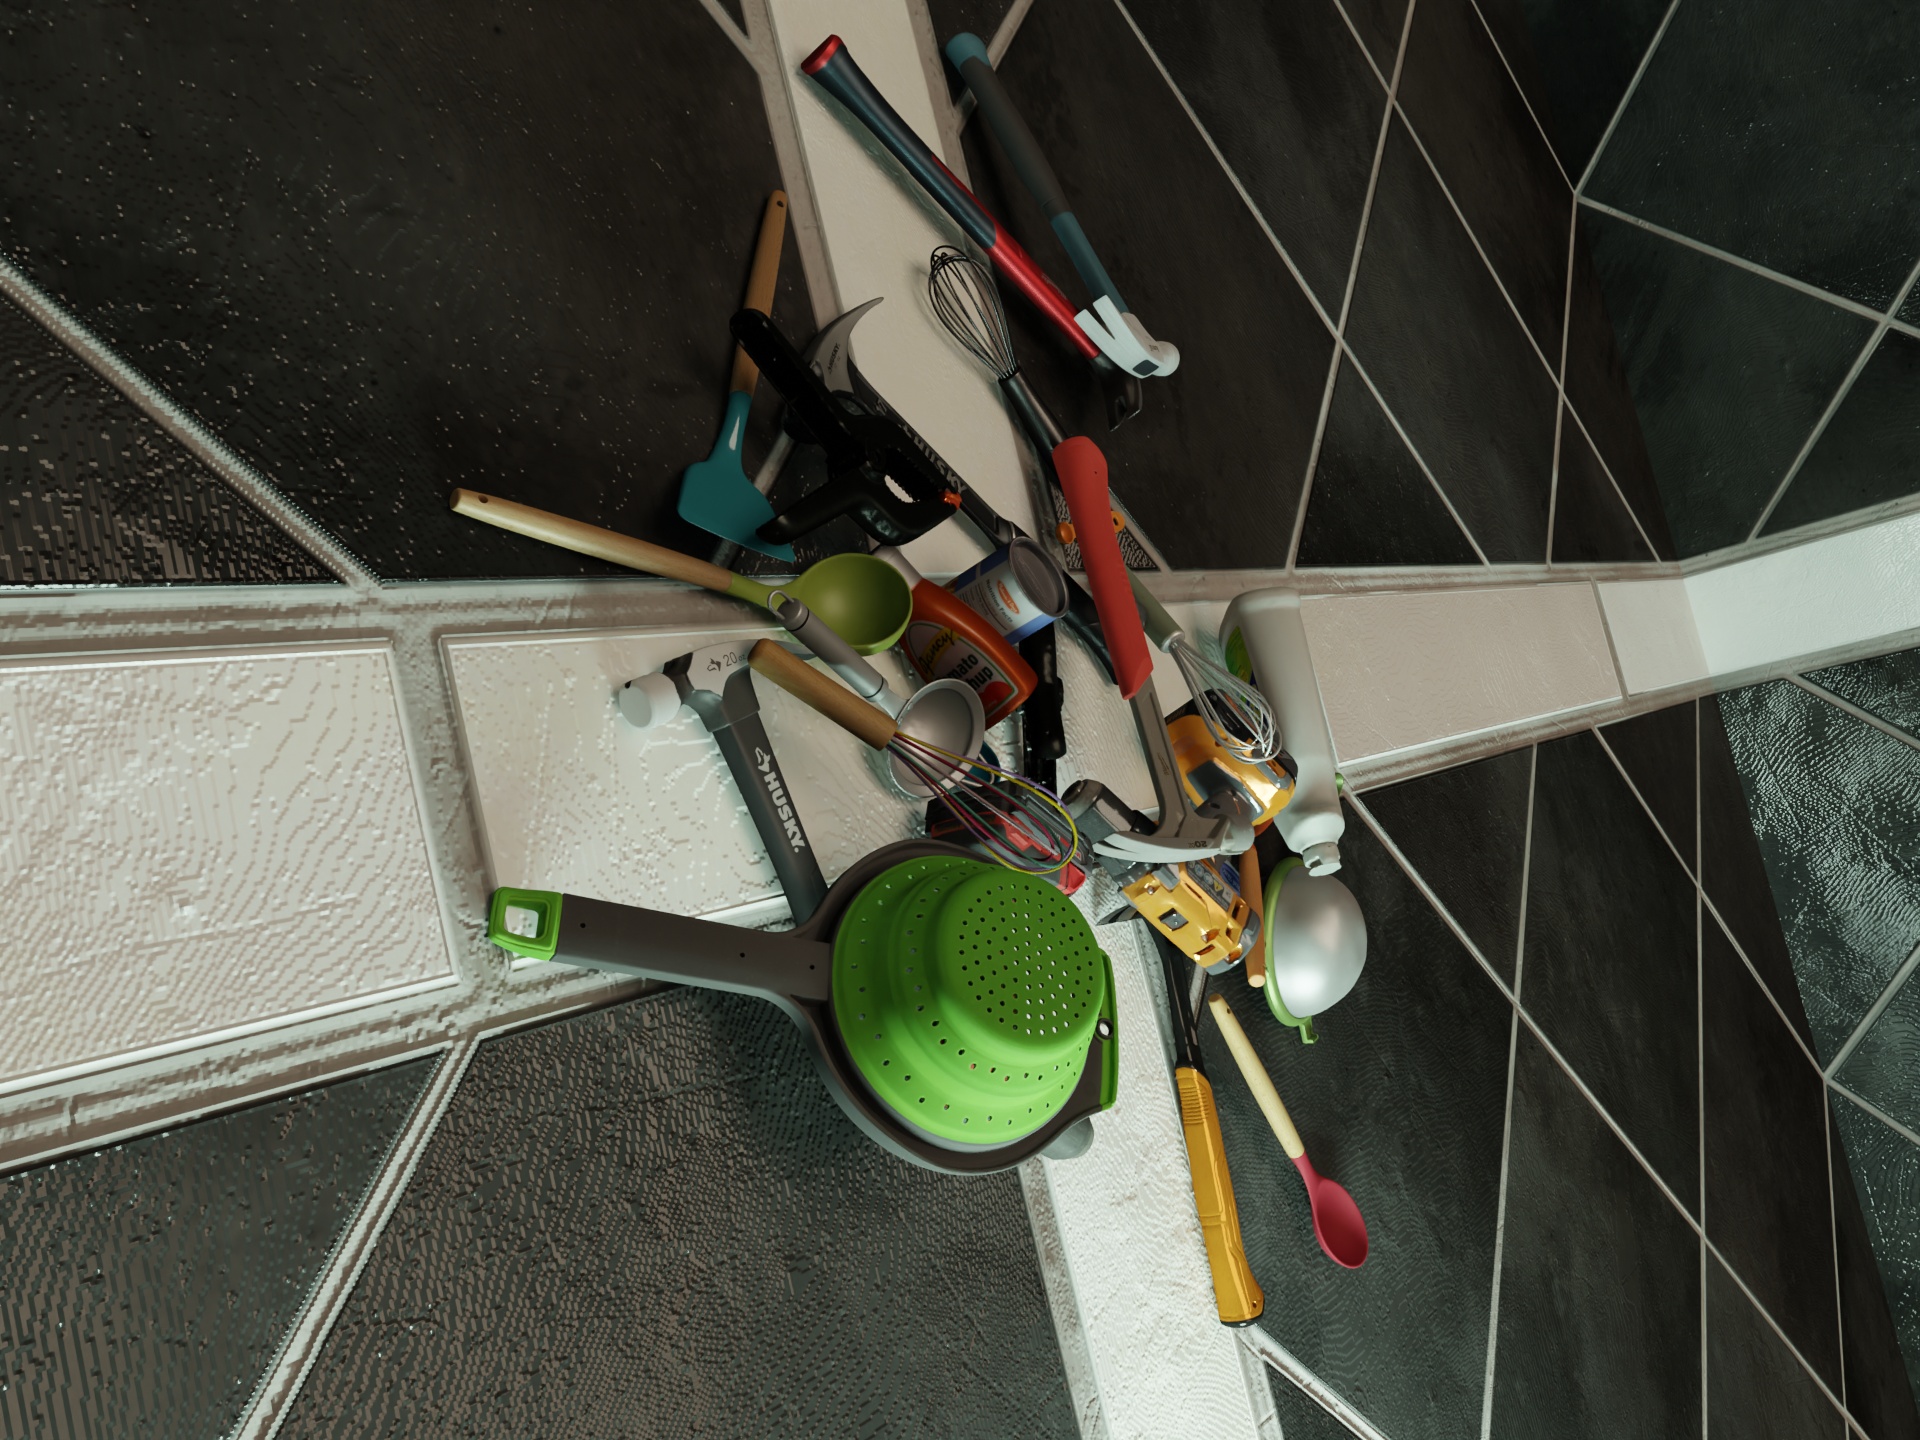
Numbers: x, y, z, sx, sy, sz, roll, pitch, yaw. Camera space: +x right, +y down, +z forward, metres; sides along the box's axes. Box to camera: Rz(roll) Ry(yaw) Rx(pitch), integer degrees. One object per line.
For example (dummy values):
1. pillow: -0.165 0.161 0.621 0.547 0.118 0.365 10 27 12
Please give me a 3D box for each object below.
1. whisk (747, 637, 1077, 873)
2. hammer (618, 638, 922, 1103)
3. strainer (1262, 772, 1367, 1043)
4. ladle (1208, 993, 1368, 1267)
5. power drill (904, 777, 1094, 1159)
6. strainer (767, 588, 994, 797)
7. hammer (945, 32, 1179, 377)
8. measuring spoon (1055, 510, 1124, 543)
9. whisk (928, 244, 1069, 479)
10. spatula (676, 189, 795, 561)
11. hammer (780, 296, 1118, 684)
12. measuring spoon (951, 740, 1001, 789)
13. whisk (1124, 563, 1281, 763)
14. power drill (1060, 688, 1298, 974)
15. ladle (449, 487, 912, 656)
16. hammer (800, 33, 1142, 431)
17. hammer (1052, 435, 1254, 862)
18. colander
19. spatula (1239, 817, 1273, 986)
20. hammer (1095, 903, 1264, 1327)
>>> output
1. whisk: -0.029 0.026 0.996 0.245 0.047 0.051 34 43 -13
2. hammer: -0.092 0.107 0.997 0.146 0.035 0.334 -30 100 -50
3. strainer: 0.338 0.154 1.435 0.151 0.069 0.256 53 47 -41
4. ladle: 0.271 0.342 1.323 0.315 0.031 0.069 60 35 -25
5. power drill: 0.038 0.174 1.073 0.187 0.080 0.227 42 43 -42
6. strainer: -0.054 -0.020 1.049 0.087 0.050 0.258 -57 141 -9
7. hammer: 0.080 -0.440 1.359 0.331 0.033 0.128 61 27 4
8. measuring spoon: 0.111 -0.165 1.365 0.117 0.011 0.021 -21 93 -55
9. whisk: 0.043 -0.282 1.298 0.238 0.055 0.055 54 42 -27
10. spatula: -0.137 -0.242 1.066 0.082 0.044 0.318 21 59 -28
11. hammer: 0.024 -0.156 1.236 0.408 0.036 0.149 41 47 -34
12. measuring spoon: -0.002 -0.004 1.166 0.042 0.021 0.129 3 65 -37
13. whisk: 0.177 -0.058 1.295 0.059 0.057 0.247 -18 56 -29
14. power drill: 0.176 0.069 1.276 0.185 0.084 0.226 43 41 -11
15. ladle: -0.159 -0.099 0.979 0.320 0.062 0.078 15 48 -44
16. hammer: 0.018 -0.393 1.292 0.386 0.038 0.143 39 31 -32
17. hammer: 0.122 -0.062 1.234 0.149 0.036 0.359 4 63 -37
18. colander: -0.056 0.133 0.890 0.396 0.094 0.205 15 58 -25
19. spatula: 0.255 0.123 1.359 0.081 0.041 0.323 56 21 -19
20. hammer: 0.185 0.306 1.254 0.127 0.034 0.337 0 76 -51
